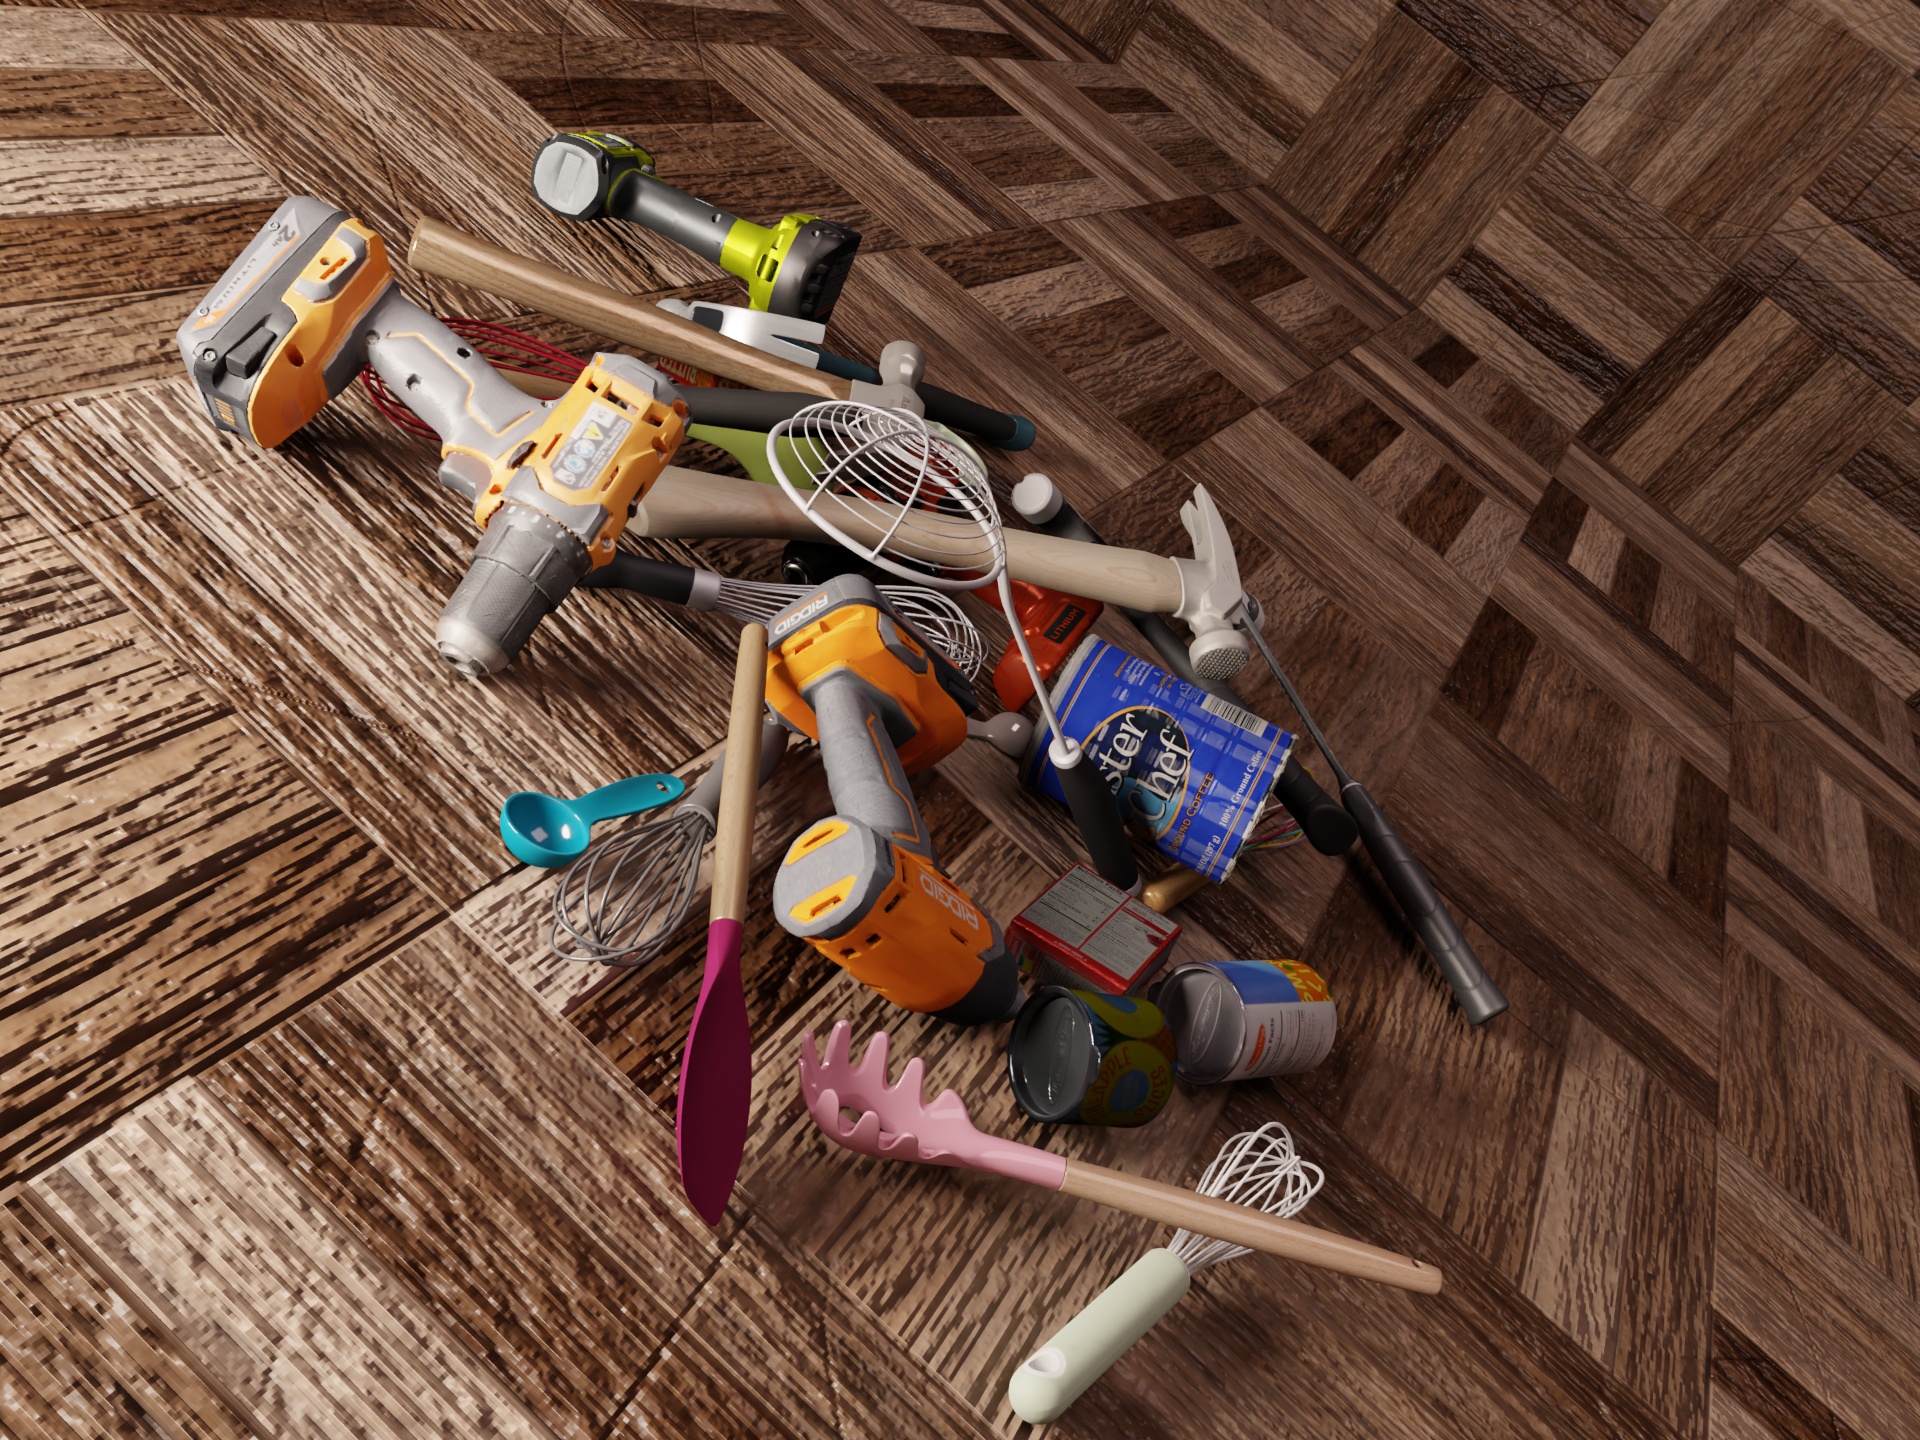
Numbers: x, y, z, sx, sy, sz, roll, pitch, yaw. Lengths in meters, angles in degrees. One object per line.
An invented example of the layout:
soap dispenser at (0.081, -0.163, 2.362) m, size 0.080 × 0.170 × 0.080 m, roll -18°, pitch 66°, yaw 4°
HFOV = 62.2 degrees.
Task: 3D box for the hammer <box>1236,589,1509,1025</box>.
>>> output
hammer at (0.280, 0.039, 1.163) m, size 0.409 × 0.036 × 0.149 m, roll 64°, pitch 9°, yaw 29°

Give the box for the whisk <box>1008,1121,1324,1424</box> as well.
whisk at (0.100, 0.254, 0.741) m, size 0.058 × 0.059 × 0.246 m, roll 4°, pitch 15°, yaw 38°

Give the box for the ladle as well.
ladle at (-0.227, -0.189, 1.001) m, size 0.320 × 0.062 × 0.078 m, roll 12°, pitch 50°, yaw -24°

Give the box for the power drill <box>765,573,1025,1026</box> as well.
power drill at (-0.031, 0.049, 0.826) m, size 0.164 × 0.084 × 0.227 m, roll 42°, pitch 26°, yaw -40°

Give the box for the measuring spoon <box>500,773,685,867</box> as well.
measuring spoon at (-0.175, 0.047, 0.765) m, size 0.042 × 0.021 × 0.128 m, roll 41°, pitch 22°, yaw 13°

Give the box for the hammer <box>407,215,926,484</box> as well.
hammer at (-0.179, -0.239, 1.005) m, size 0.331 × 0.031 × 0.130 m, roll 18°, pitch 52°, yaw -16°

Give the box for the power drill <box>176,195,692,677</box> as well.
power drill at (-0.276, -0.141, 0.810) m, size 0.226 × 0.084 × 0.185 m, roll 29°, pitch 68°, yaw -4°

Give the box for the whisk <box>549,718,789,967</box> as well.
whisk at (-0.132, 0.051, 0.774) m, size 0.055 × 0.055 × 0.239 m, roll 36°, pitch 27°, yaw -2°

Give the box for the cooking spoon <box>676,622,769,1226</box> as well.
cooking spoon at (-0.105, 0.073, 0.728) m, size 0.068 × 0.017 × 0.319 m, roll 69°, pitch 15°, yaw -47°

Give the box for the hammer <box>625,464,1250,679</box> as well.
hammer at (-0.011, -0.121, 1.005) m, size 0.410 × 0.038 × 0.146 m, roll 8°, pitch 54°, yaw -19°

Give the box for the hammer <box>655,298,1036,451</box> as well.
hammer at (-0.066, -0.258, 1.214) m, size 0.330 × 0.033 × 0.128 m, roll 9°, pitch 7°, yaw -45°

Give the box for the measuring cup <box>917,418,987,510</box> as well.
measuring cup at (-0.060, -0.203, 1.178) m, size 0.167 × 0.038 × 0.083 m, roll 20°, pitch 35°, yaw -22°

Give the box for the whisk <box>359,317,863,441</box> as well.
whisk at (-0.201, -0.189, 0.932) m, size 0.295 × 0.073 × 0.073 m, roll 3°, pitch 42°, yaw -17°

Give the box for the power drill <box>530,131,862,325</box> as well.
power drill at (-0.196, -0.382, 1.216) m, size 0.223 × 0.080 × 0.171 m, roll 25°, pitch 21°, yaw -3°

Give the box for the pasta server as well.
pasta server at (0.074, 0.207, 0.720) m, size 0.316 × 0.040 × 0.060 m, roll 18°, pitch 23°, yaw -5°

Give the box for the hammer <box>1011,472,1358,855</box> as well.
hammer at (0.159, -0.036, 1.105) m, size 0.335 × 0.035 × 0.146 m, roll 53°, pitch 9°, yaw 30°

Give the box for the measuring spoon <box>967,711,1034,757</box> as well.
measuring spoon at (-0.002, -0.003, 0.993) m, size 0.124 × 0.018 × 0.034 m, roll 14°, pitch 39°, yaw -32°

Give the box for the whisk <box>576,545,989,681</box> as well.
whisk at (-0.117, -0.067, 0.915) m, size 0.284 × 0.070 × 0.070 m, roll 13°, pitch 38°, yaw -18°

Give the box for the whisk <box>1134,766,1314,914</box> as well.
whisk at (0.185, 0.083, 1.049) m, size 0.051 × 0.047 × 0.245 m, roll 37°, pitch 34°, yaw 23°

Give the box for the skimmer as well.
skimmer at (0.011, -0.016, 0.849) m, size 0.127 × 0.090 × 0.362 m, roll -103°, pitch 171°, yaw -51°
